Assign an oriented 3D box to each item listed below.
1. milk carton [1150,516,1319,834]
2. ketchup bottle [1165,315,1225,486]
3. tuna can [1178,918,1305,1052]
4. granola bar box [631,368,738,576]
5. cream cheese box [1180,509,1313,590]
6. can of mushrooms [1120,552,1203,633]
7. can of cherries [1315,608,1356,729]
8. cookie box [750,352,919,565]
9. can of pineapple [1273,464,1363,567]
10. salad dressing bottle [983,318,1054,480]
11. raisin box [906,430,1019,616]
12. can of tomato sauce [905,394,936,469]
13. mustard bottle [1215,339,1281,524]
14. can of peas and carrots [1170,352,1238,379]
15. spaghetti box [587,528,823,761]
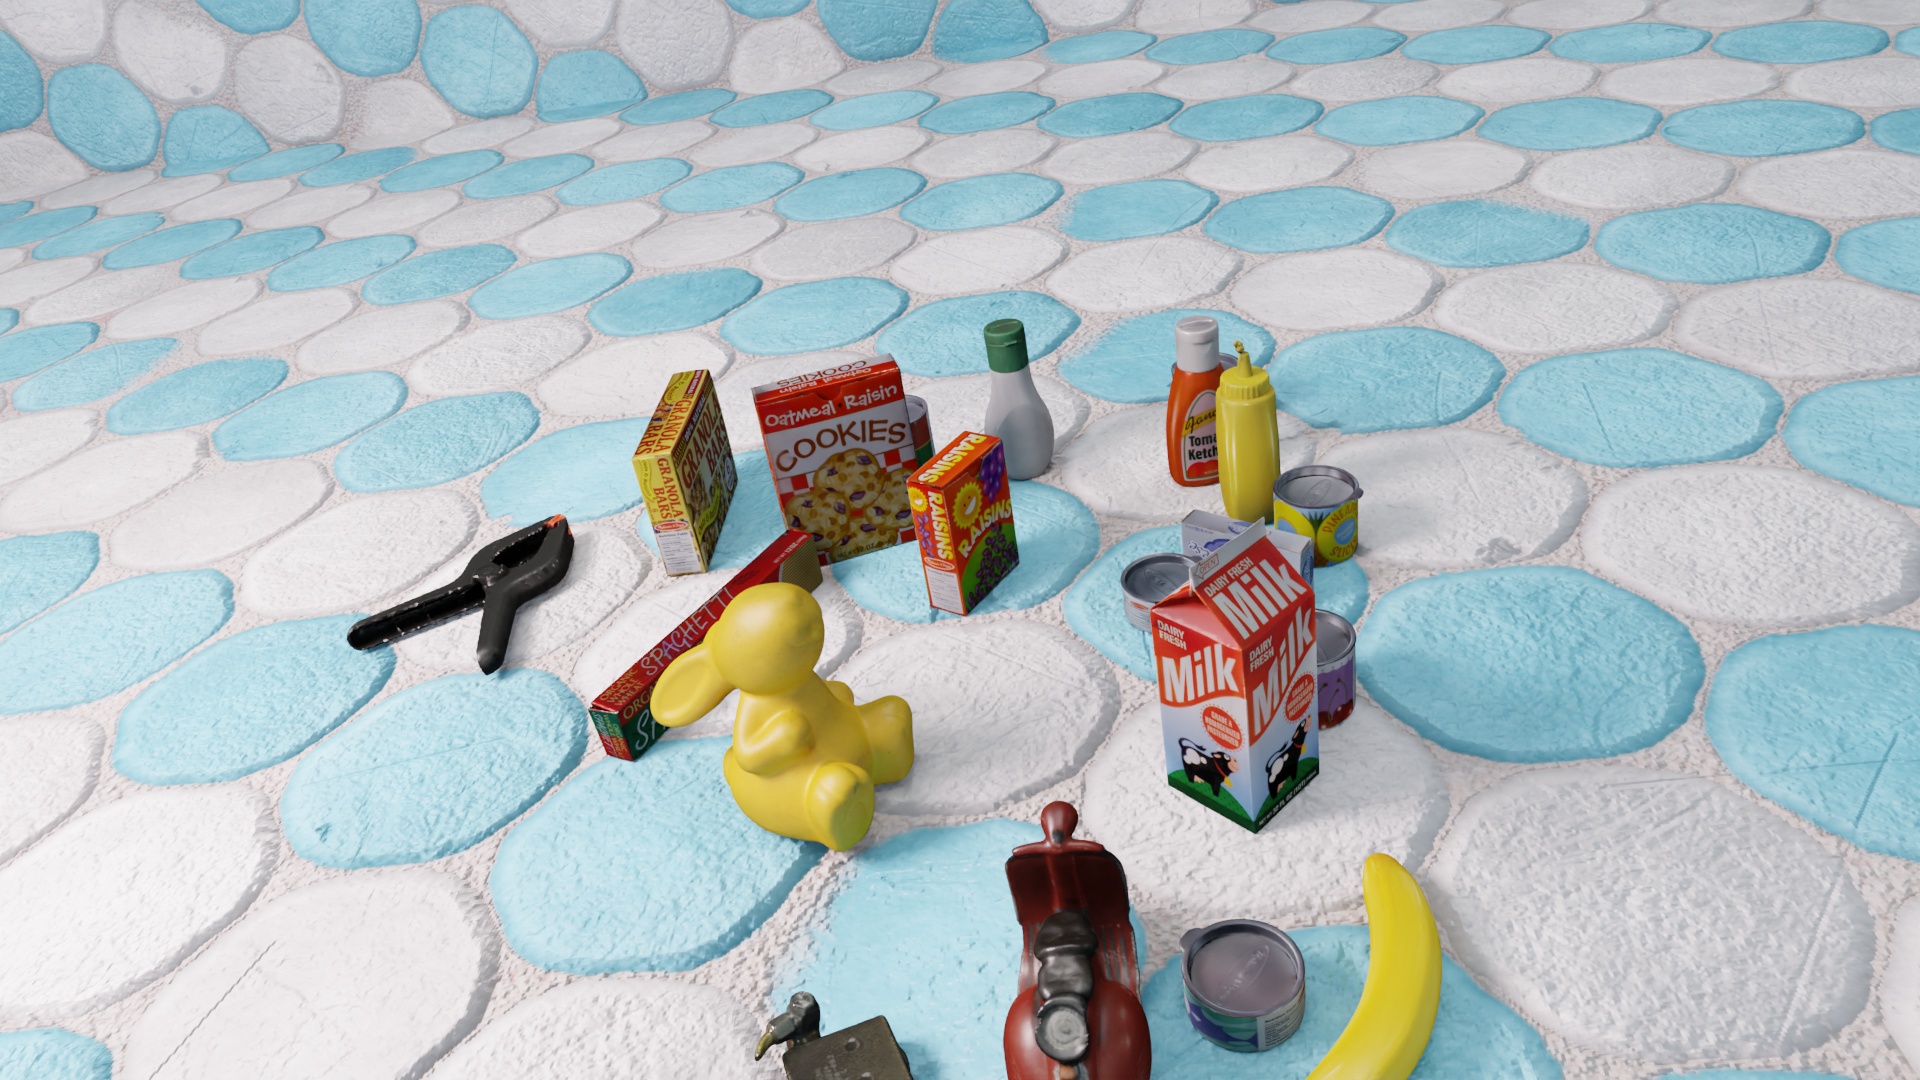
[{"bbox_3d":[0.171,0.080,0.862,0.072,0.189,0.073,-32,38,-31],"label":"milk carton"},{"bbox_3d":[0.209,-0.121,1.206,0.065,0.148,0.044,-13,32,-5],"label":"ketchup bottle"},{"bbox_3d":[0.152,0.242,0.759,0.071,0.032,0.071,-7,32,4],"label":"tuna can"},{"bbox_3d":[-0.246,-0.064,1.263,0.039,0.123,0.166,-6,32,6],"label":"granola bar box"},{"bbox_3d":[0.223,0.014,1.080,0.104,0.053,0.024,16,40,35],"label":"cream cheese box"},{"bbox_3d":[0.160,0.040,1.074,0.071,0.033,0.071,-7,32,4],"label":"can of mushrooms"},{"bbox_3d":[0.235,0.089,0.954,0.071,0.058,0.072,-7,32,5],"label":"can of cherries"},{"bbox_3d":[-0.099,-0.065,1.184,0.123,0.166,0.040,-16,32,-9],"label":"cookie box"},{"bbox_3d":[0.286,-0.019,1.110,0.071,0.057,0.071,-7,32,5],"label":"can of pineapple"},{"bbox_3d":[0.049,-0.128,1.261,0.064,0.147,0.044,-16,32,-10],"label":"salad dressing bottle"},{"bbox_3d":[0.004,-0.014,1.117,0.040,0.122,0.086,14,39,33],"label":"raisin box"},{"bbox_3d":[-0.058,-0.083,1.279,0.071,0.082,0.071,-7,32,5],"label":"can of tomato sauce"},{"bbox_3d":[0.236,-0.091,1.141,0.049,0.159,0.065,-9,32,2],"label":"mustard bottle"},{"bbox_3d":[0.233,-0.137,1.309,0.071,0.058,0.071,-7,32,5],"label":"can of peas and carrots"},{"bbox_3d":[-0.193,0.077,1.096,0.029,0.050,0.251,11,38,30],"label":"spaghetti box"}]
